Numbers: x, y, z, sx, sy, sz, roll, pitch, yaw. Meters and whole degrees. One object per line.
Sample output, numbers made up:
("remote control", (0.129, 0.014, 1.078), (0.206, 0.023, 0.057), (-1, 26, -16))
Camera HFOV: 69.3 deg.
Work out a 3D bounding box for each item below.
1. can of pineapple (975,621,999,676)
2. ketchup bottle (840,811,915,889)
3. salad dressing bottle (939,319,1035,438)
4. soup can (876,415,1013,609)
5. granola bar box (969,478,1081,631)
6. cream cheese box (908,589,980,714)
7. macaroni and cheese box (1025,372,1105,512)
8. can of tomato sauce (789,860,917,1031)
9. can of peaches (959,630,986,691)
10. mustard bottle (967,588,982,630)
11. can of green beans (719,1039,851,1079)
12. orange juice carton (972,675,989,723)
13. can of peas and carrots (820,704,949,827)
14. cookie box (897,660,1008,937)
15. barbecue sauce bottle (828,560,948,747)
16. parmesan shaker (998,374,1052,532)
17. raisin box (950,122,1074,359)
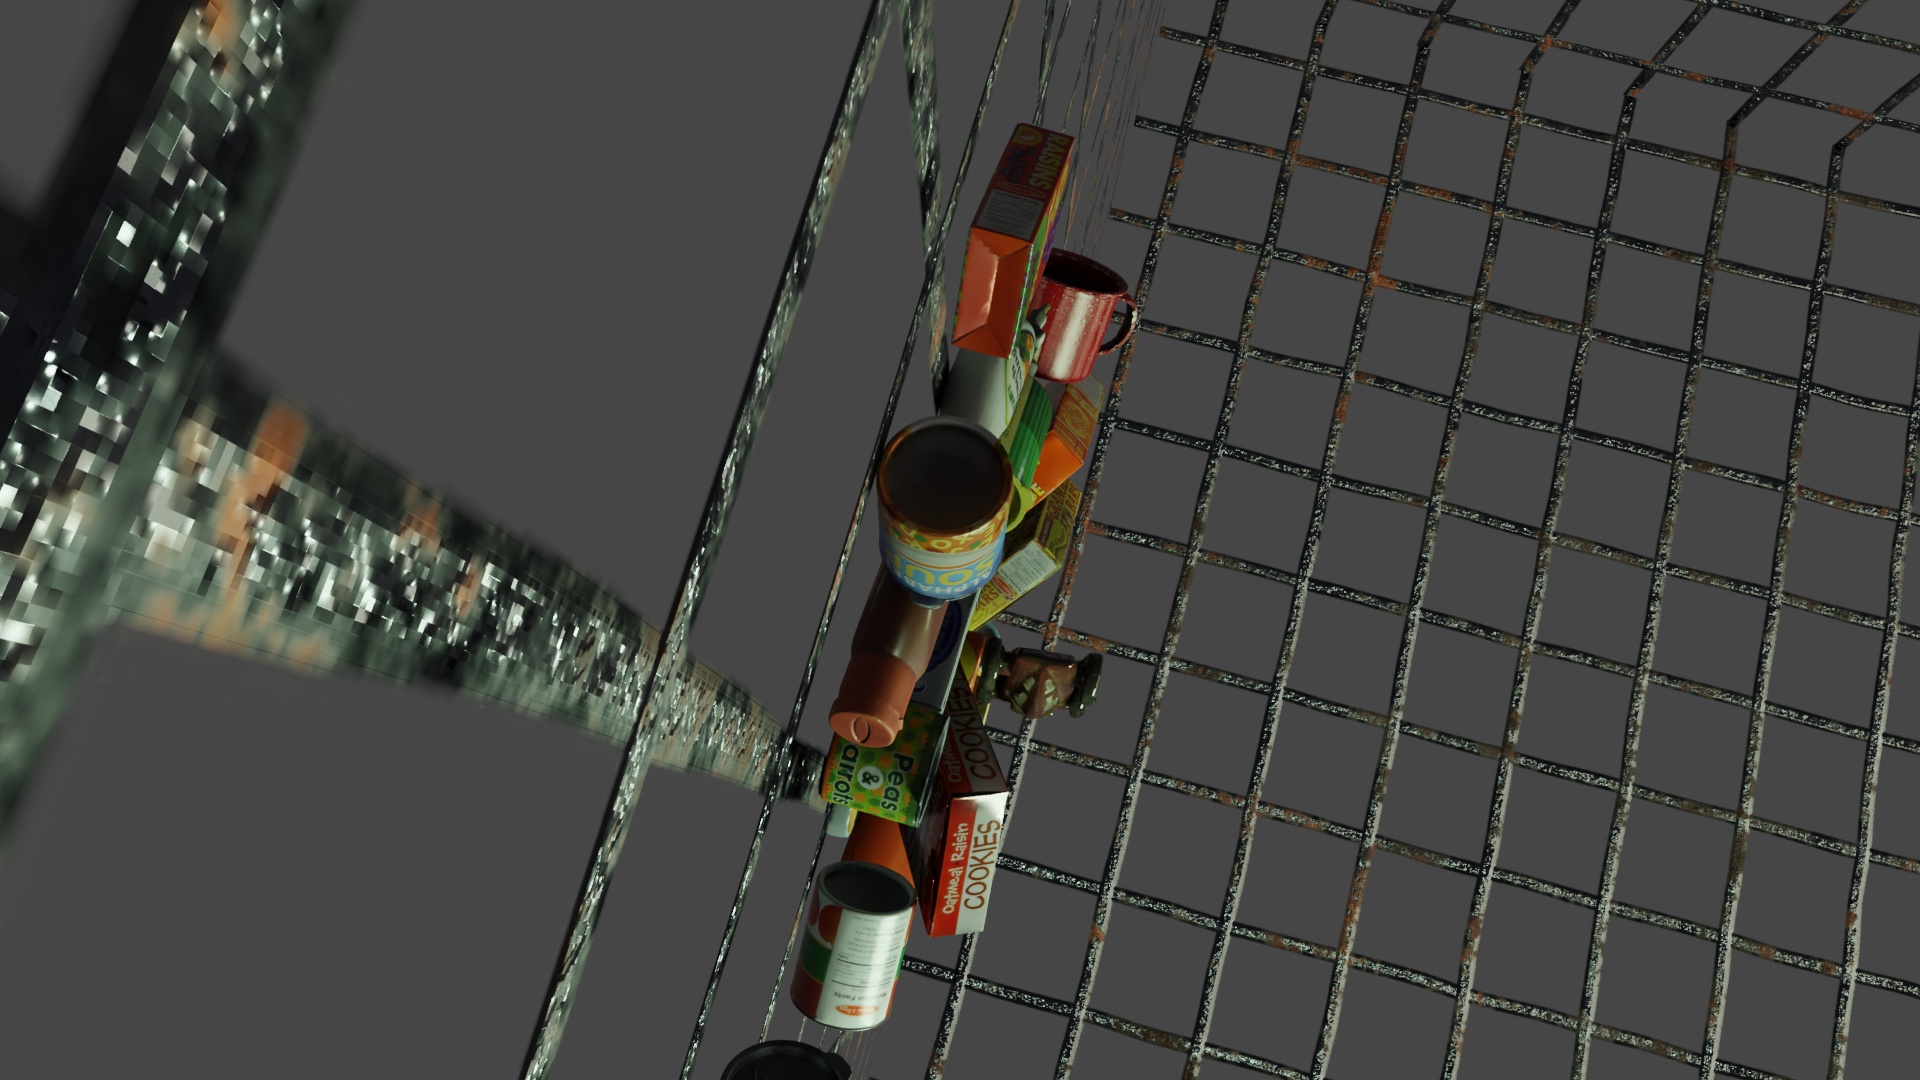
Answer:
("can of pineapple", (0.003, 0.109, 1.283), (0.057, 0.071, 0.071), (98, 8, -53))
("ketchup bottle", (-0.064, 0.255, 0.995), (0.149, 0.065, 0.043), (-66, -173, -8))
("salad dressing bottle", (0.010, -0.080, 0.851), (0.064, 0.044, 0.148), (85, 18, -48))
("soup can", (-0.009, -0.013, 0.692), (0.083, 0.071, 0.071), (94, 12, -67))
("granola bar box", (0.045, 0.010, 1.267), (0.124, 0.039, 0.166), (-37, -167, 24))
("cream cheese box", (-0.024, 0.058, 0.846), (0.024, 0.053, 0.104), (102, 5, -56))
("macaroni and cheese box", (0.051, -0.068, 1.108), (0.123, 0.040, 0.167), (-40, -169, 25))
("can of tomato sauce", (-0.069, 0.255, 0.885), (0.071, 0.071, 0.083), (-59, 164, -75))
("can of peaches", (-0.015, 0.093, 1.056), (0.071, 0.058, 0.071), (11, 95, -86))
("mustard bottle", (0.004, -0.012, 0.986), (0.065, 0.049, 0.160), (88, 18, -84))
("can of green beans", (-0.092, 0.298, 0.702), (0.071, 0.071, 0.057), (-68, 172, -60))
("orange juice carton", (-0.025, 0.174, 1.127), (0.193, 0.072, 0.072), (-65, 169, -69))
("can of peas and carrots", (-0.043, 0.124, 0.789), (0.071, 0.059, 0.071), (11, 94, -85))
("cookie box", (-0.015, 0.153, 0.907), (0.168, 0.040, 0.122), (-112, -155, -54))
("barbecue sauce bottle", (-0.031, 0.040, 0.755), (0.064, 0.044, 0.149), (99, 8, -54))
("parmesan shaker", (0.024, -0.060, 0.922), (0.103, 0.071, 0.071), (-71, 174, -47))
("raisin box", (0.032, -0.180, 0.829), (0.085, 0.040, 0.124), (100, 8, -46))
